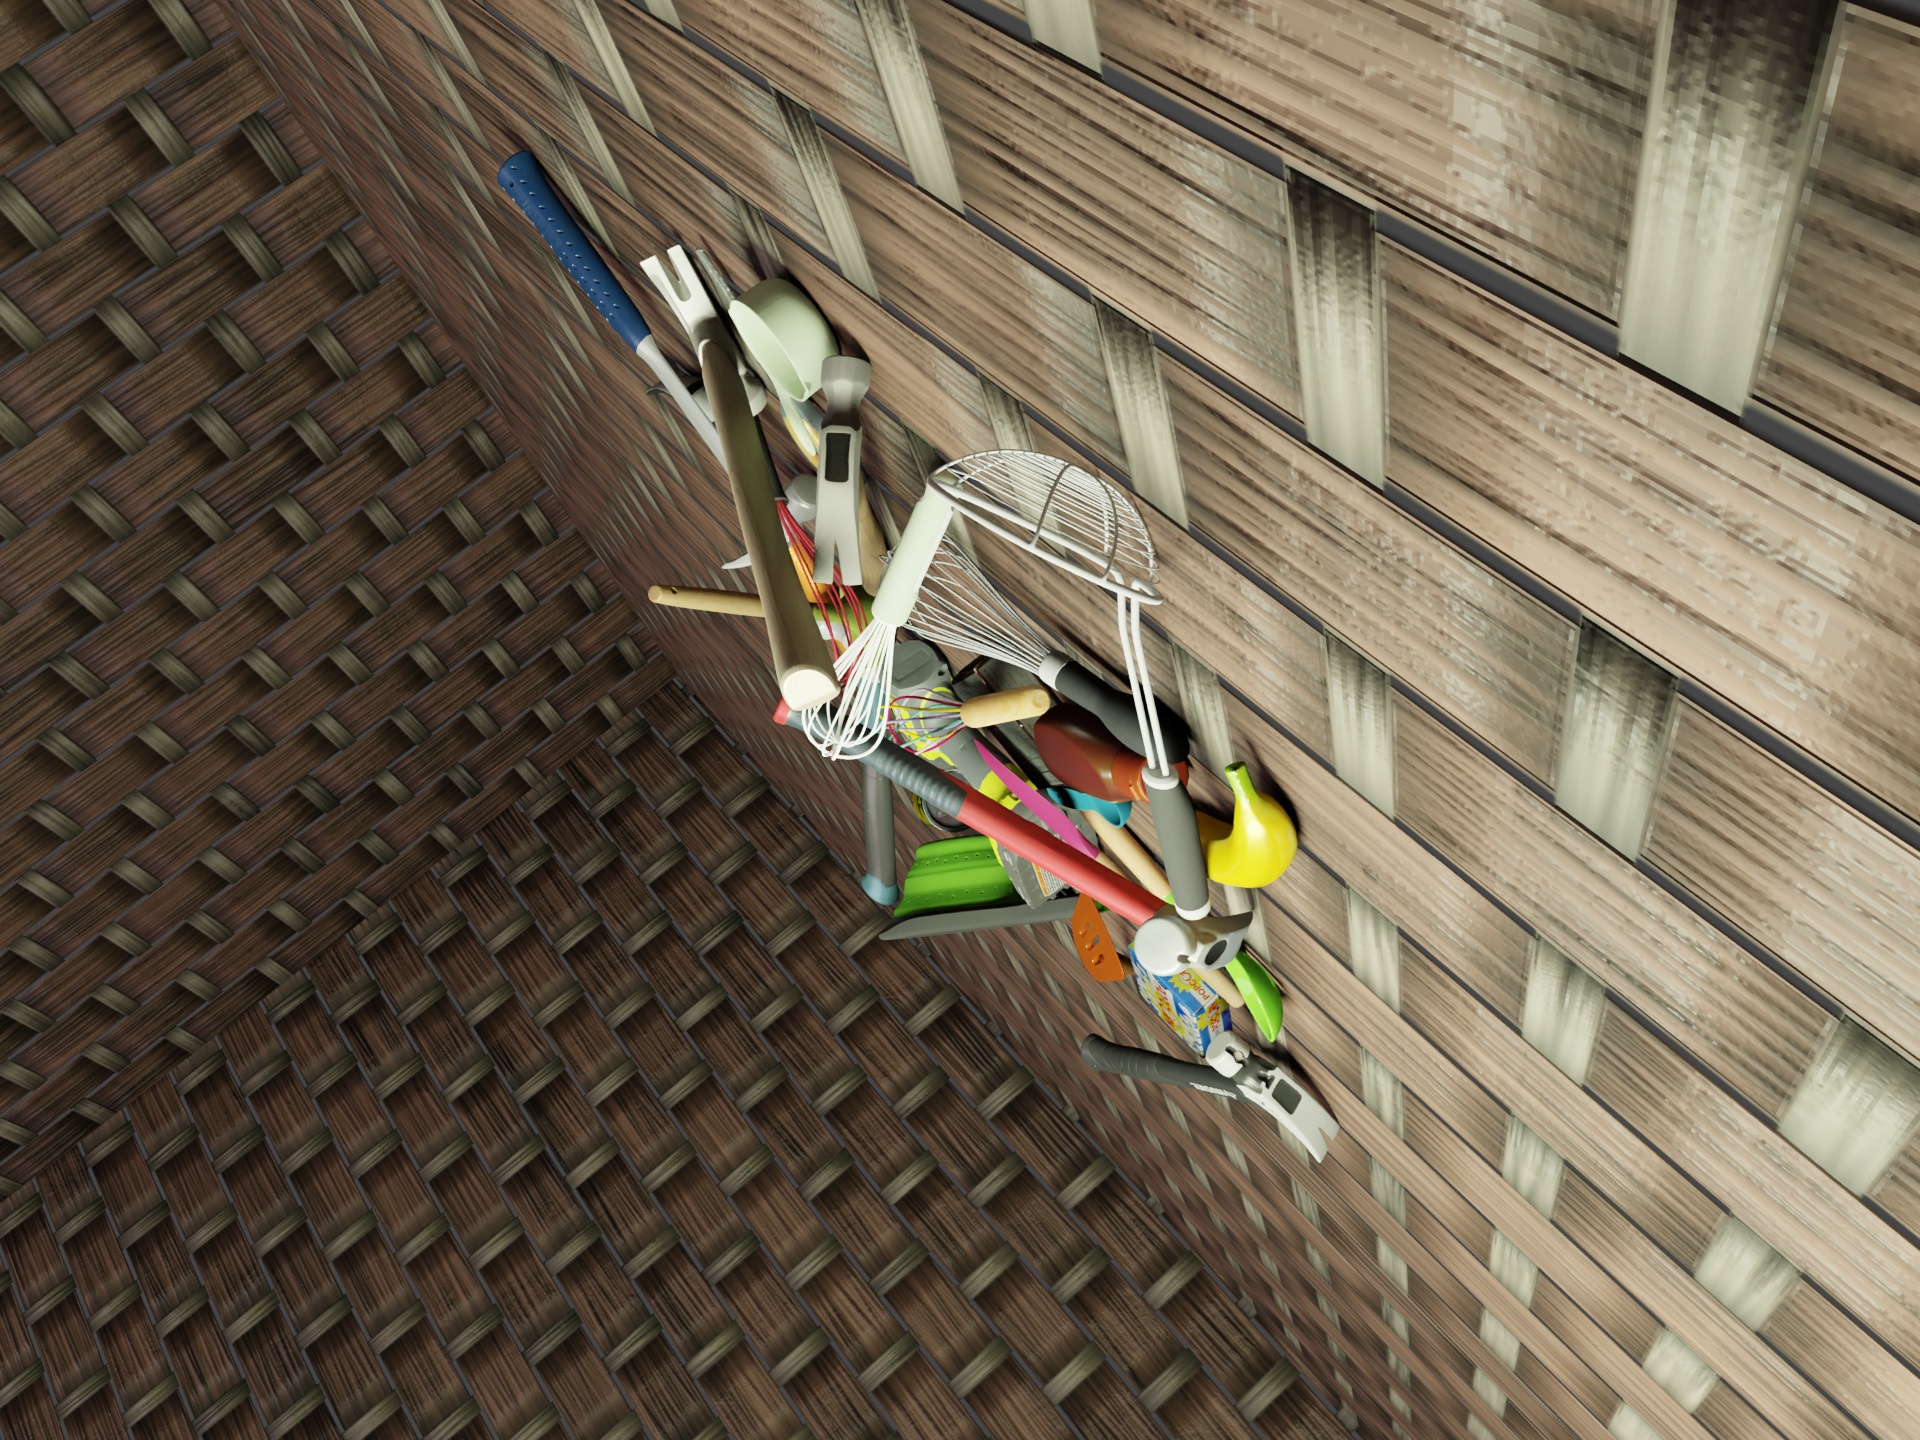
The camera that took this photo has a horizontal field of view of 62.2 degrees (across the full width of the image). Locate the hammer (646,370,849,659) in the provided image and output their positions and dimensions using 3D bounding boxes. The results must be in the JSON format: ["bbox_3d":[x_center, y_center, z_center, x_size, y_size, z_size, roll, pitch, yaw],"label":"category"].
[{"bbox_3d":[-0.179,-0.184,1.509,0.127,0.034,0.336,33,159,56],"label":"hammer"}]

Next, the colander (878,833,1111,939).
[{"bbox_3d":[0.049,0.151,1.544,0.397,0.204,0.094,-23,72,63],"label":"colander"}]

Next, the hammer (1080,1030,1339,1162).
[{"bbox_3d":[0.202,0.319,1.426,0.146,0.035,0.335,41,161,-14],"label":"hammer"}]

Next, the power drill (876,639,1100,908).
[{"bbox_3d":[0.021,0.048,1.374,0.223,0.080,0.171,49,169,31],"label":"power drill"}]

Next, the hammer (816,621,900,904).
[{"bbox_3d":[-0.084,0.048,1.568,0.128,0.033,0.330,25,133,31],"label":"hammer"}]

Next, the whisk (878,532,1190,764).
[{"bbox_3d":[0.042,-0.048,1.026,0.285,0.070,0.070,36,163,37],"label":"whisk"}]

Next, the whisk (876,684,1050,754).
[{"bbox_3d":[-0.004,-0.004,1.156,0.047,0.051,0.245,59,156,-10],"label":"whisk"}]

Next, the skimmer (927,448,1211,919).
[{"bbox_3d":[0.076,0.003,0.862,0.127,0.090,0.362,38,156,44],"label":"skimmer"}]

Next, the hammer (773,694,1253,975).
[{"bbox_3d":[0.024,0.066,1.125,0.387,0.038,0.143,29,-168,28],"label":"hammer"}]

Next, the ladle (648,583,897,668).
[{"bbox_3d":[-0.148,-0.085,1.280,0.320,0.062,0.078,1,-114,-60],"label":"ladle"}]

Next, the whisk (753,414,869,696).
[{"bbox_3d":[-0.138,-0.151,1.236,0.073,0.073,0.296,87,162,-72],"label":"whisk"}]

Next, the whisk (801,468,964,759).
[{"bbox_3d":[-0.049,-0.064,1.048,0.059,0.058,0.246,24,128,-3],"label":"whisk"}]

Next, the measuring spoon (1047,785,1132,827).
[{"bbox_3d":[0.097,0.054,1.196,0.042,0.021,0.129,59,165,-11],"label":"measuring spoon"}]

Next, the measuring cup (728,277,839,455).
[{"bbox_3d":[-0.104,-0.229,1.051,0.083,0.038,0.167,47,171,19],"label":"measuring cup"}]

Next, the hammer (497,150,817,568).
[{"bbox_3d":[-0.264,-0.307,1.349,0.405,0.035,0.144,54,142,4],"label":"hammer"}]

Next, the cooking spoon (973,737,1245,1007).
[{"bbox_3d":[0.119,0.122,1.236,0.318,0.017,0.069,44,178,-18],"label":"cooking spoon"}]

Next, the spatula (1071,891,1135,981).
[{"bbox_3d":[0.139,0.209,1.426,0.081,0.041,0.322,66,-172,17],"label":"spatula"}]

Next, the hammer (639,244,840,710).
[{"bbox_3d":[-0.143,-0.163,1.057,0.146,0.038,0.411,61,-174,-46],"label":"hammer"}]

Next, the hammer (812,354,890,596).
[{"bbox_3d":[-0.070,-0.136,1.116,0.331,0.031,0.130,79,-165,-82],"label":"hammer"}]

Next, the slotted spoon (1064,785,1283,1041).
[{"bbox_3d":[0.143,0.114,1.218,0.314,0.031,0.070,49,172,19],"label":"slotted spoon"}]
